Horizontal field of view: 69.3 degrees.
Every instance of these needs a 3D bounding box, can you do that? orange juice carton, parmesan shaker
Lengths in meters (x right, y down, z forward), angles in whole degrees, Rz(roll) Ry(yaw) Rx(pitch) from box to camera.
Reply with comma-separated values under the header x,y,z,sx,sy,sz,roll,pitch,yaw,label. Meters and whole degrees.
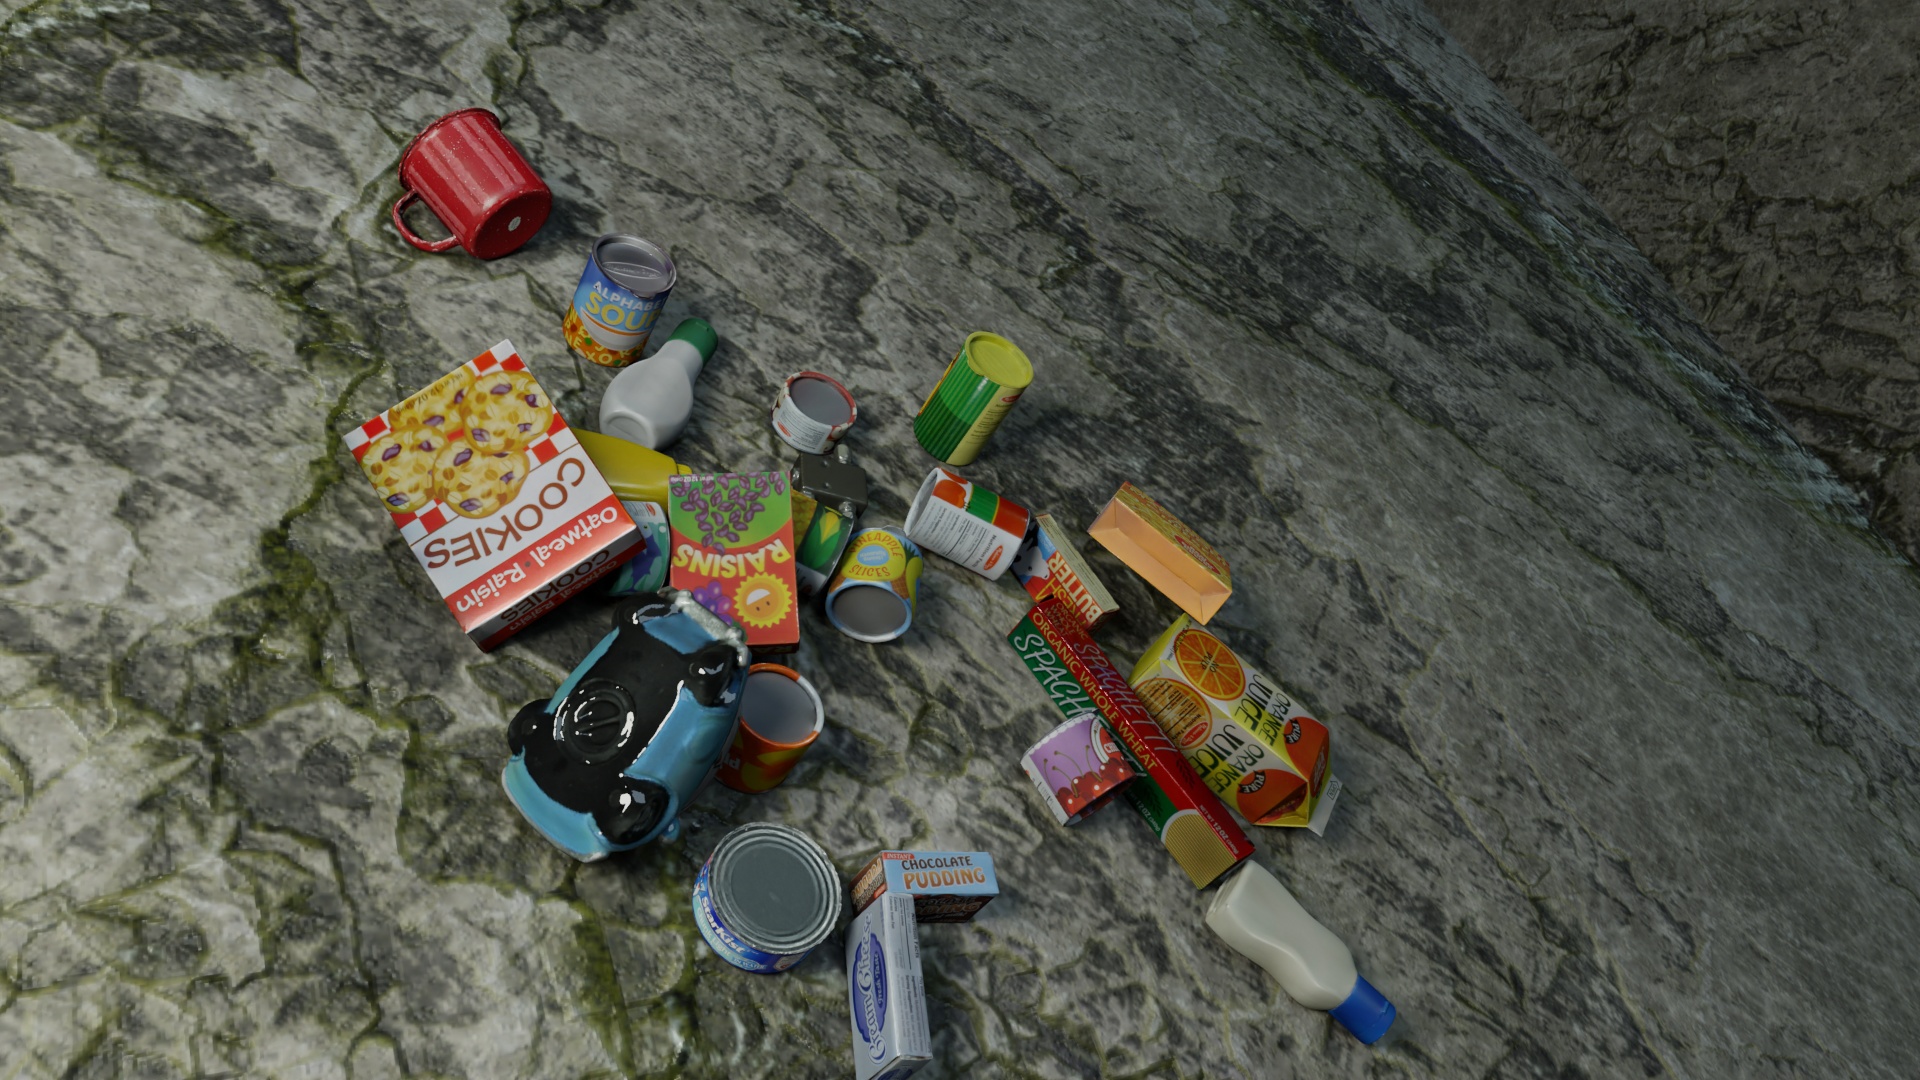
x,y,z,sx,sy,sz,roll,pitch,yaw,label
0.225,0.156,1.119,0.193,0.072,0.072,39,39,2,orange juice carton
0.008,-0.122,1.206,0.071,0.102,0.072,21,42,-20,parmesan shaker

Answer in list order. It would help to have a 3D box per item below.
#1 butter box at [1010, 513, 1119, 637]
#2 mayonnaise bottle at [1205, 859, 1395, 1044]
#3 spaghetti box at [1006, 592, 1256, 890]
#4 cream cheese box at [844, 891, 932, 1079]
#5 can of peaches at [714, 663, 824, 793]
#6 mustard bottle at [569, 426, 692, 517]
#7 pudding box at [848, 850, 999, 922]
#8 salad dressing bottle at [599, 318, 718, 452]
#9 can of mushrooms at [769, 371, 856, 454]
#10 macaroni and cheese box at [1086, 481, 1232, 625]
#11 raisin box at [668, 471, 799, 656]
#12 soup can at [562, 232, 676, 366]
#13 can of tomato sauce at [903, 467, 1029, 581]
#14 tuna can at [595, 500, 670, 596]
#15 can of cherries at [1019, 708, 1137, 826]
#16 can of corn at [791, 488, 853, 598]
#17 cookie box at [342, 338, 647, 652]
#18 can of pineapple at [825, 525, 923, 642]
x,y,z,sx,sy,sz,roll,pitch,yaw,label
0.082,0.034,1.150,0.024,0.053,0.104,-14,62,-47,butter box
0.251,0.306,1.020,0.148,0.041,0.065,42,41,5,mayonnaise bottle
0.127,0.152,1.070,0.029,0.050,0.250,-18,64,-46,spaghetti box
-0.044,0.268,0.829,0.024,0.053,0.104,15,44,-27,cream cheese box
-0.131,0.122,0.904,0.071,0.057,0.071,21,42,-20,can of peaches
-0.244,-0.041,0.987,0.160,0.048,0.065,10,47,-30,mustard bottle
-0.023,0.222,0.892,0.084,0.049,0.030,9,49,-30,pudding box
-0.230,-0.123,1.081,0.064,0.043,0.148,29,39,-7,salad dressing bottle
-0.121,-0.108,1.154,0.071,0.033,0.071,19,43,-19,can of mushrooms
0.175,0.007,1.198,0.124,0.040,0.167,39,12,3,macaroni and cheese box
-0.156,0.017,0.953,0.086,0.040,0.123,-2,72,-11,raisin box
-0.266,-0.185,1.082,0.071,0.083,0.072,20,43,-19,soup can
0.004,-0.014,1.129,0.083,0.070,0.071,26,41,-13,can of tomato sauce
-0.225,0.008,0.943,0.033,0.070,0.071,3,50,-33,tuna can
0.088,0.165,1.013,0.072,0.071,0.058,-14,61,-43,can of cherries
-0.119,-0.002,1.026,0.058,0.070,0.071,27,41,-11,can of corn
-0.299,-0.031,0.898,0.123,0.040,0.168,-34,72,-12,cookie box
-0.064,0.032,1.032,0.071,0.070,0.058,25,41,-14,can of pineapple
